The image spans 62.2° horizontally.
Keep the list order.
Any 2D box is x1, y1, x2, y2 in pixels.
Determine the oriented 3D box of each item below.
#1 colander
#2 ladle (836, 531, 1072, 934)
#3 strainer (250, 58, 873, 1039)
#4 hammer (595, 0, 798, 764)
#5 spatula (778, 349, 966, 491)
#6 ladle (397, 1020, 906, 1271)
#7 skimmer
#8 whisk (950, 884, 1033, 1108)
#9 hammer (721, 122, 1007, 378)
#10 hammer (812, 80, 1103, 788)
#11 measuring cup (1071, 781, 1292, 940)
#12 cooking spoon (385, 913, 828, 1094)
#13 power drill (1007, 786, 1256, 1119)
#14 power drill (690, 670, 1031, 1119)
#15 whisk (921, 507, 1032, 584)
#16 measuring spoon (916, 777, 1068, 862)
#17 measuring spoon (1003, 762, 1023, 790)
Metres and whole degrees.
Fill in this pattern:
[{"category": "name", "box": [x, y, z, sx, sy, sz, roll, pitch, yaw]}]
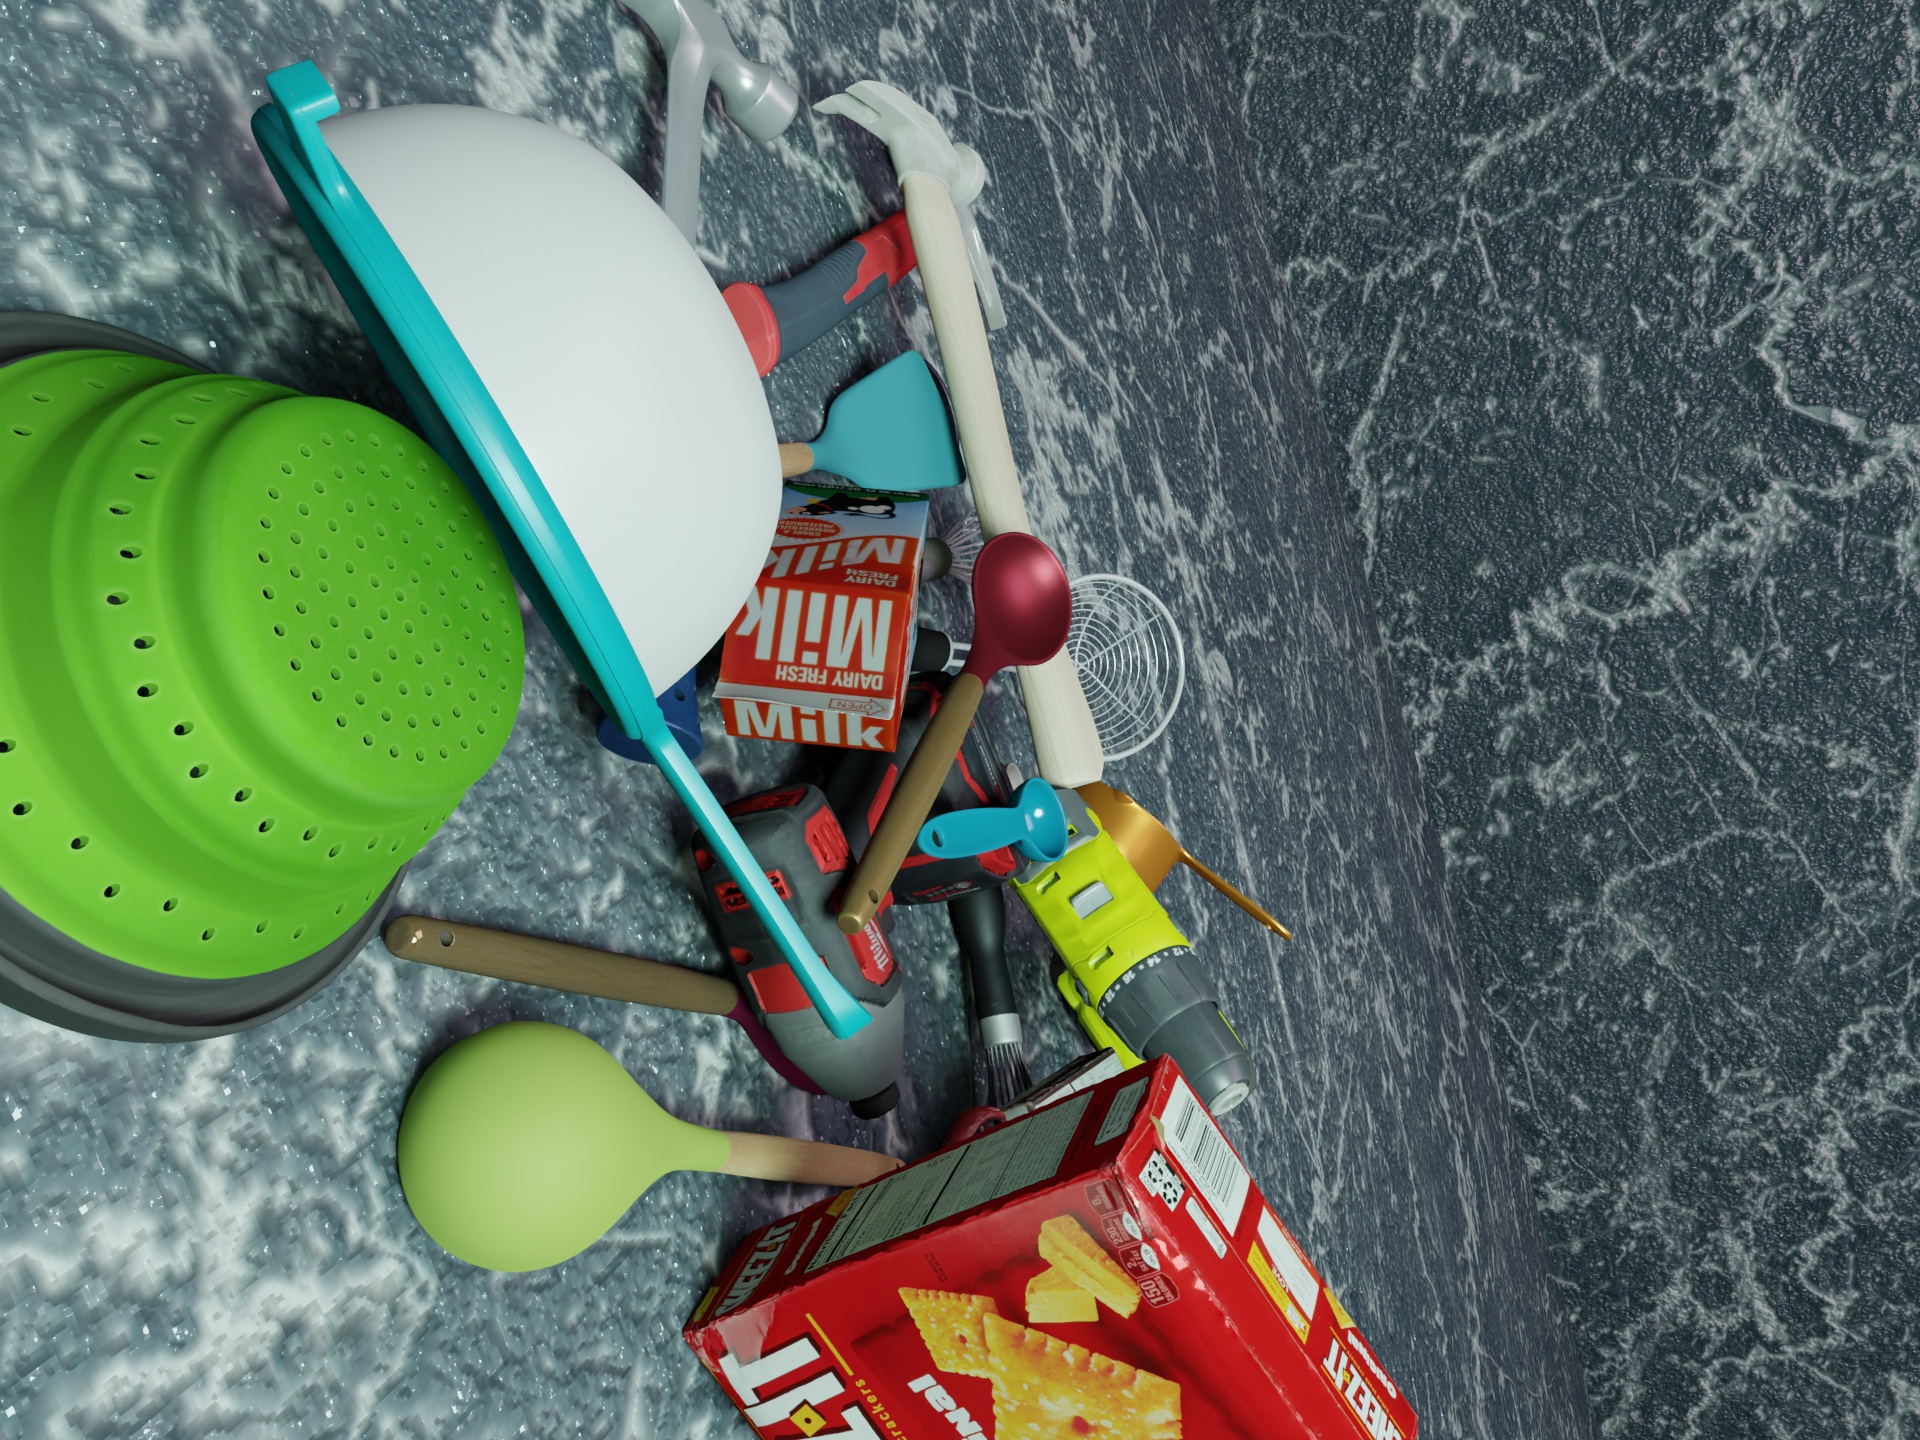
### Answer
[{"category": "colander", "box": [-0.216, -0.009, 0.353, 0.397, 0.094, 0.204, -25, 100, -67]}, {"category": "ladle", "box": [-0.001, -0.002, 0.726, 0.069, 0.031, 0.316, 52, 31, -16]}, {"category": "strainer", "box": [-0.088, -0.052, 0.512, 0.340, 0.095, 0.211, 60, -13, -17]}, {"category": "hammer", "box": [-0.129, -0.173, 0.686, 0.144, 0.035, 0.406, 32, 47, -48]}, {"category": "spatula", "box": [-0.083, -0.135, 0.795, 0.082, 0.044, 0.317, 69, 25, -6]}, {"category": "ladle", "box": [-0.095, 0.170, 0.616, 0.320, 0.062, 0.078, 42, 37, -64]}, {"category": "skimmer", "box": [0.039, -0.037, 0.958, 0.363, 0.090, 0.127, 2, 94, -65]}, {"category": "whisk", "box": [0.028, 0.199, 0.851, 0.070, 0.070, 0.285, 29, 47, -60]}, {"category": "hammer", "box": [-0.051, -0.254, 0.943, 0.386, 0.038, 0.143, -61, 134, -58]}, {"category": "hammer", "box": [0.009, -0.161, 0.907, 0.146, 0.038, 0.411, 2, 72, -62]}, {"category": "measuring cup", "box": [0.124, 0.104, 1.006, 0.052, 0.174, 0.095, -51, 162, -13]}, {"category": "cooking spoon", "box": [-0.108, 0.108, 0.633, 0.318, 0.017, 0.069, 31, 49, -60]}, {"category": "power drill", "box": [0.105, 0.157, 0.898, 0.191, 0.080, 0.228, 55, -3, 31]}, {"category": "power drill", "box": [-0.038, 0.071, 0.719, 0.220, 0.078, 0.143, -52, 124, -65]}, {"category": "whisk", "box": [-0.012, -0.095, 0.938, 0.059, 0.057, 0.246, 44, 25, 12]}, {"category": "measuring spoon", "box": [0.010, 0.052, 0.738, 0.128, 0.021, 0.042, -3, 77, -57]}, {"category": "measuring spoon", "box": [0.039, 0.082, 0.998, 0.034, 0.018, 0.124, -66, 143, -57]}]
